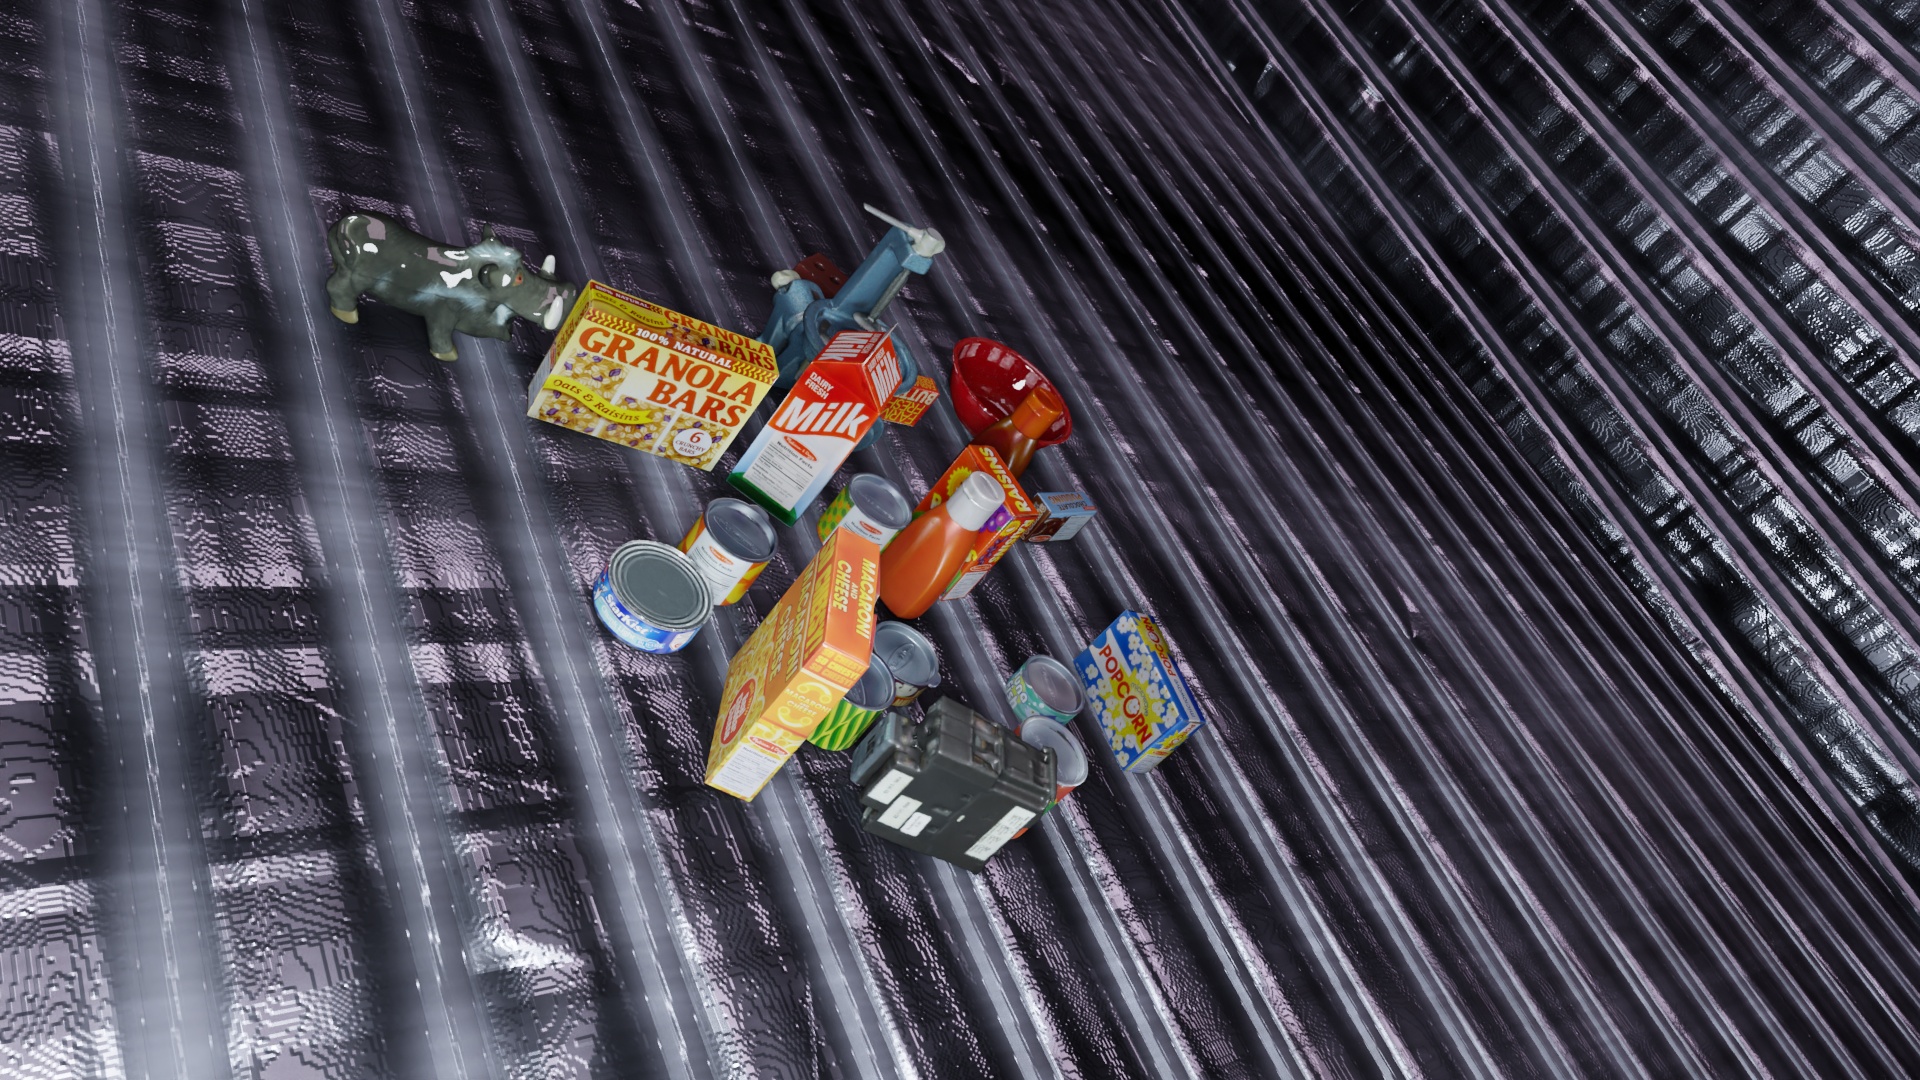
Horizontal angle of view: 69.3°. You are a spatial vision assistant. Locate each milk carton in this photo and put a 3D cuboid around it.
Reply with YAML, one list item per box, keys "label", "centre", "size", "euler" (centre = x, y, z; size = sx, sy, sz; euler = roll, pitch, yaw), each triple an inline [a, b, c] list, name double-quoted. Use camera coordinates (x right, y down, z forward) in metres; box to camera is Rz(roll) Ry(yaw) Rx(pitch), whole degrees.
- label: "milk carton"
  centre: [-0.116, -0.108, 1.195]
  size: [0.073, 0.189, 0.073]
  euler: [37, 32, -7]

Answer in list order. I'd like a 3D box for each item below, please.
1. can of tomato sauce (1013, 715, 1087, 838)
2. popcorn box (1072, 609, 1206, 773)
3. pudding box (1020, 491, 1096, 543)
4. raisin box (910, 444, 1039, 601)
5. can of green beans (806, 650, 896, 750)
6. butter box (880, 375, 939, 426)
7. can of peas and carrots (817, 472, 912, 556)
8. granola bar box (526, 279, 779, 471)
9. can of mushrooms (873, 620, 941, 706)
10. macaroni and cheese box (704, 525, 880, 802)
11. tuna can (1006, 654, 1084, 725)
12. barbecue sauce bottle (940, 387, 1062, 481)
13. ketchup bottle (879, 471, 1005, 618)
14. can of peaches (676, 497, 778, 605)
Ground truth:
- label: "can of tomato sauce"
  centre: [0.050, 0.191, 1.113]
  size: [0.071, 0.082, 0.071]
  euler: [28, 35, -21]
- label: "popcorn box"
  centre: [0.165, 0.141, 1.292]
  size: [0.038, 0.085, 0.127]
  euler: [11, 43, -39]
- label: "pudding box"
  centre: [0.099, -0.025, 1.453]
  size: [0.084, 0.049, 0.030]
  euler: [-4, 54, -49]
- label: "raisin box"
  centre: [0.005, -0.016, 1.274]
  size: [0.040, 0.123, 0.086]
  euler: [-2, 52, -48]
- label: "can of green beans"
  centre: [-0.093, 0.120, 1.072]
  size: [0.071, 0.057, 0.071]
  euler: [28, 35, -21]
- label: "butter box"
  centre: [-0.077, -0.149, 1.414]
  size: [0.103, 0.053, 0.024]
  euler: [9, 45, -41]
- label: "can of peas and carrots"
  centre: [-0.086, -0.019, 1.243]
  size: [0.071, 0.058, 0.071]
  euler: [28, 35, -21]
- label: "granola bar box"
  centre: [-0.253, -0.132, 1.141]
  size: [0.165, 0.123, 0.039]
  euler: [17, 39, -33]
- label: "can of mushrooms"
  centre: [-0.052, 0.104, 1.155]
  size: [0.071, 0.033, 0.071]
  euler: [28, 35, -21]
- label: "macaroni and cheese box"
  centre: [-0.117, 0.087, 0.983]
  size: [0.040, 0.165, 0.124]
  euler: [28, 34, -20]
- label: "tuna can"
  centre: [0.074, 0.138, 1.249]
  size: [0.071, 0.032, 0.071]
  euler: [28, 35, -21]
- label: "barbecue sauce bottle"
  centre: [0.043, -0.089, 1.378]
  size: [0.044, 0.148, 0.065]
  euler: [-8, 57, -51]
- label: "ketchup bottle"
  centre: [-0.019, 0.001, 1.206]
  size: [0.043, 0.148, 0.065]
  euler: [-1, 51, -47]
- label: "can of peaches"
  centre: [-0.186, 0.008, 1.106]
  size: [0.071, 0.057, 0.071]
  euler: [28, 35, -21]
